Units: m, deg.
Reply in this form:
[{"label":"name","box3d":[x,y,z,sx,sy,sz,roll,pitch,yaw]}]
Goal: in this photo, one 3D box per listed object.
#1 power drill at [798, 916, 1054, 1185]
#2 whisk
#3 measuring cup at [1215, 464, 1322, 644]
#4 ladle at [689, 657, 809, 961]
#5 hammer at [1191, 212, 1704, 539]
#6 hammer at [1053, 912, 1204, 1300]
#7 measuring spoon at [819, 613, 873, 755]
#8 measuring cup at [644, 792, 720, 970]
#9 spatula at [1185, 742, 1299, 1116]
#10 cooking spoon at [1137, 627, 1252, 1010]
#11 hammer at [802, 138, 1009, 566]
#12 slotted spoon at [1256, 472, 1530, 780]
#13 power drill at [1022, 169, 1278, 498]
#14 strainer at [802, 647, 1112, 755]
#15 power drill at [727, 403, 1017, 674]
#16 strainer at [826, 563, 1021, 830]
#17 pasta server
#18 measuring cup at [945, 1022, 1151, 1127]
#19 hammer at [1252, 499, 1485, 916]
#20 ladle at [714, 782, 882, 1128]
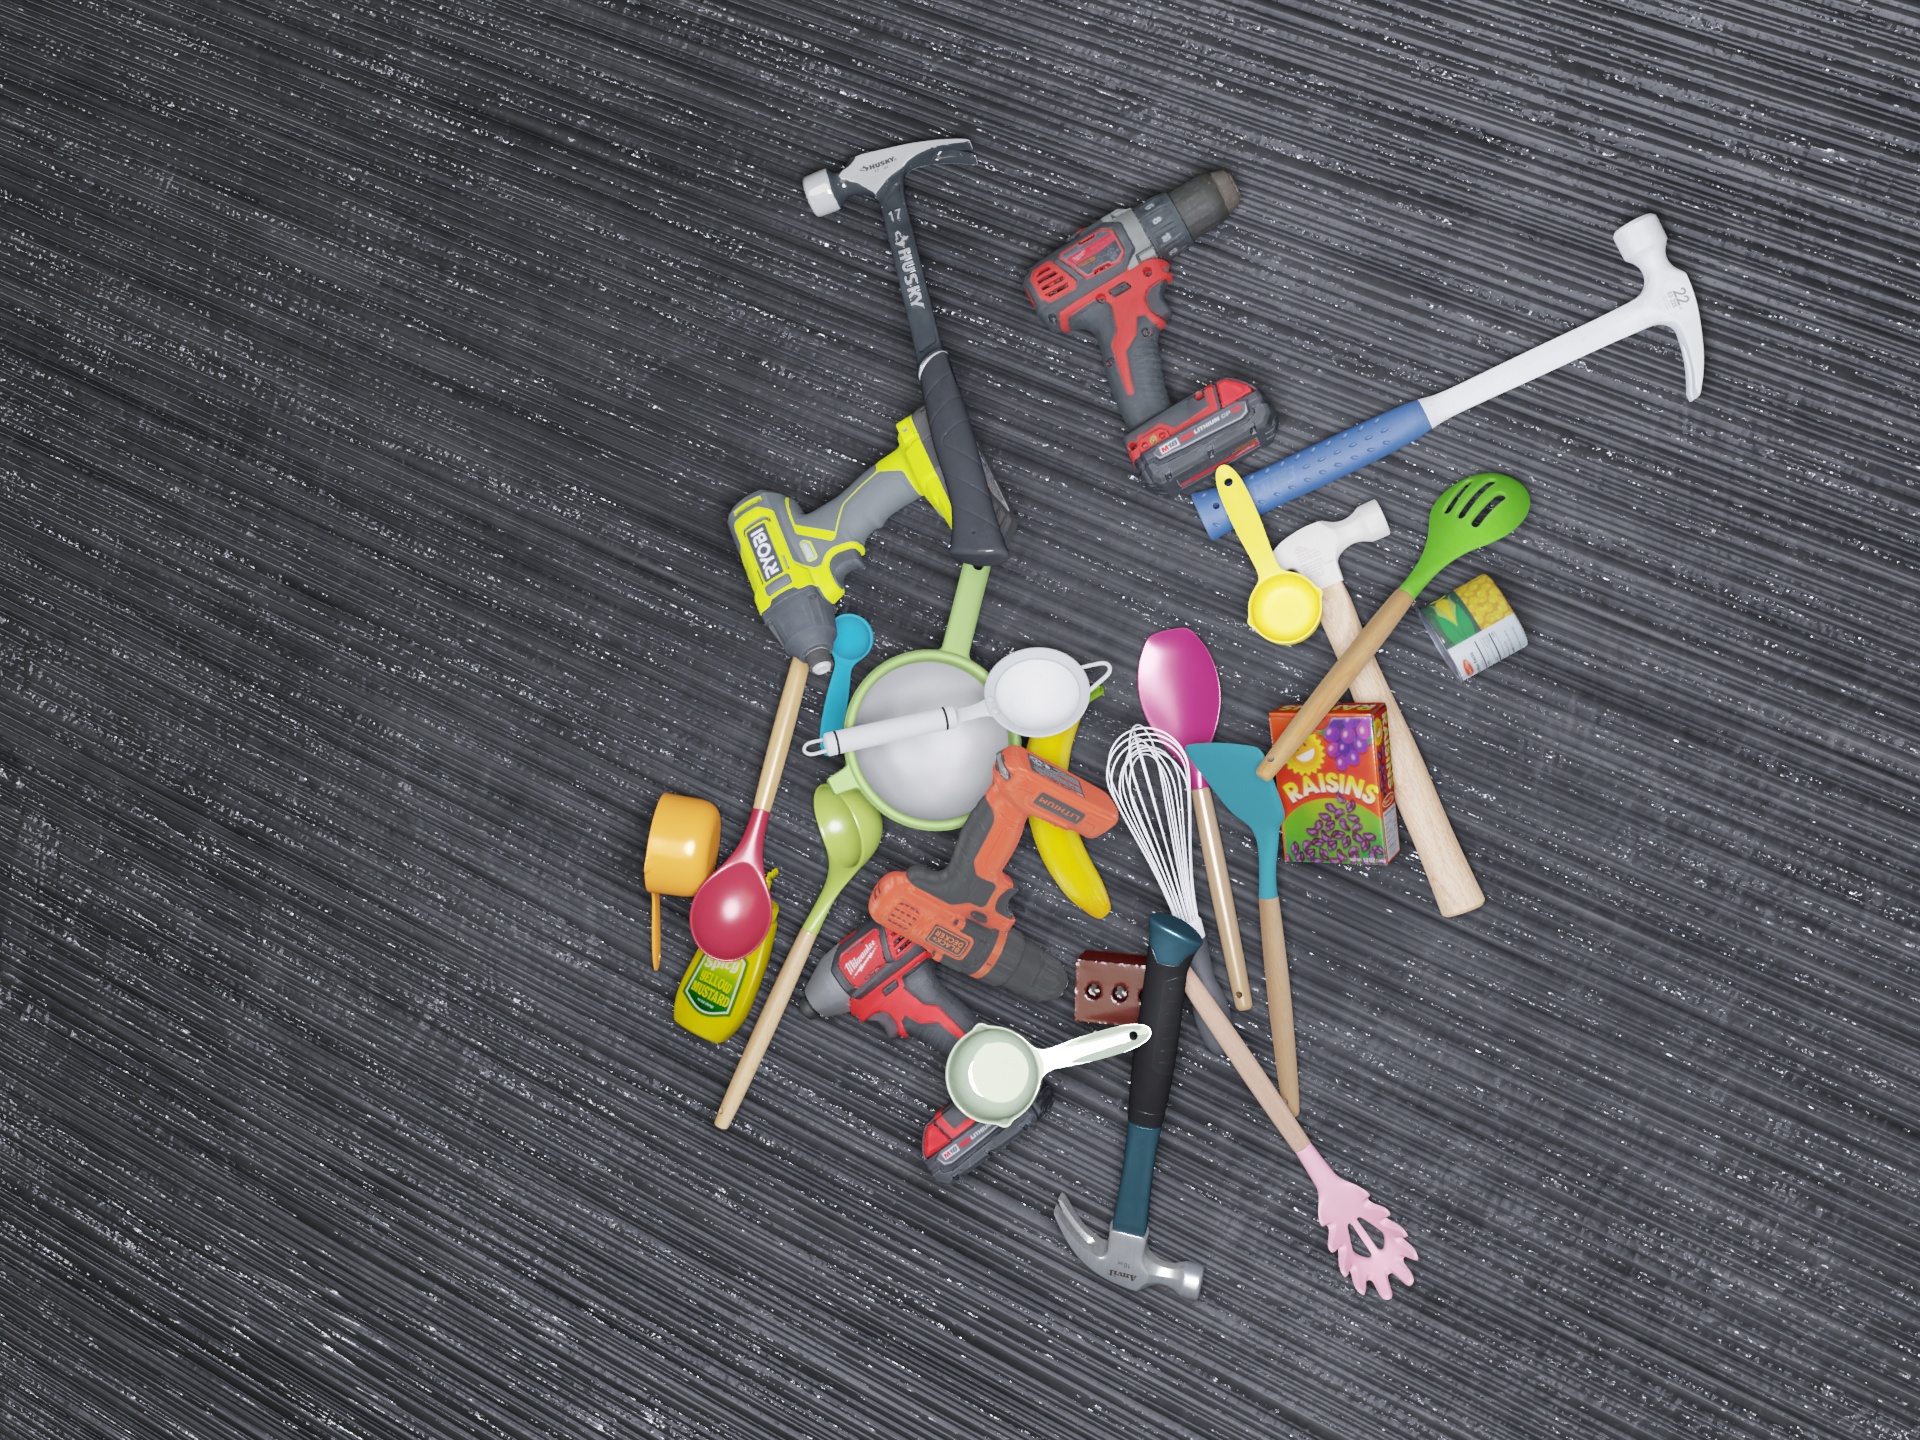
[{"label":"power drill","box3d":[-0.034,0.271,1.345,0.143,0.078,0.220,-38,79,10]},{"label":"whisk","box3d":[0.177,0.140,1.291,0.070,0.070,0.284,-14,97,13]},{"label":"measuring cup","box3d":[0.240,-0.132,1.267,0.062,0.029,0.157,-24,76,13]},{"label":"ladle","box3d":[-0.166,0.052,1.368,0.069,0.031,0.315,16,81,-9]},{"label":"hammer","box3d":[0.379,-0.241,1.256,0.405,0.035,0.144,-24,85,13]},{"label":"hammer","box3d":[0.152,0.311,1.282,0.128,0.033,0.331,10,108,13]},{"label":"measuring spoon","box3d":[-0.102,-0.031,1.388,0.042,0.021,0.128,16,104,13]},{"label":"measuring cup","box3d":[-0.243,0.148,1.399,0.052,0.095,0.173,7,113,1]},{"label":"spatula","box3d":[0.242,0.170,1.278,0.082,0.044,0.317,1,101,52]},{"label":"cooking spoon","box3d":[0.203,0.081,1.312,0.069,0.017,0.319,-12,88,22]},{"label":"hammer","box3d":[-0.021,-0.305,1.290,0.149,0.036,0.409,-18,67,10]},{"label":"slotted spoon","box3d":[0.329,-0.076,1.226,0.314,0.031,0.070,-50,49,-6]},{"label":"power drill","box3d":[0.176,-0.316,1.285,0.188,0.080,0.227,-29,81,12]},{"label":"strainer","box3d":[-0.002,-0.004,1.286,0.258,0.050,0.087,-12,58,-12]},{"label":"power drill","box3d":[-0.074,-0.153,1.330,0.223,0.080,0.171,-29,65,13]},{"label":"strainer","box3d":[-0.018,-0.029,1.343,0.151,0.069,0.256,17,75,-13]},{"label":"pasta server","box3d":[0.260,0.321,1.273,0.060,0.040,0.316,-34,92,3]},{"label":"measuring cup","box3d":[0.071,0.269,1.264,0.167,0.038,0.083,-17,78,6]},{"label":"hammer","box3d":[0.335,-0.001,1.272,0.130,0.031,0.331,-23,86,12]},{"label":"ladle","box3d":[-0.150,0.202,1.363,0.078,0.062,0.320,26,92,50]}]
